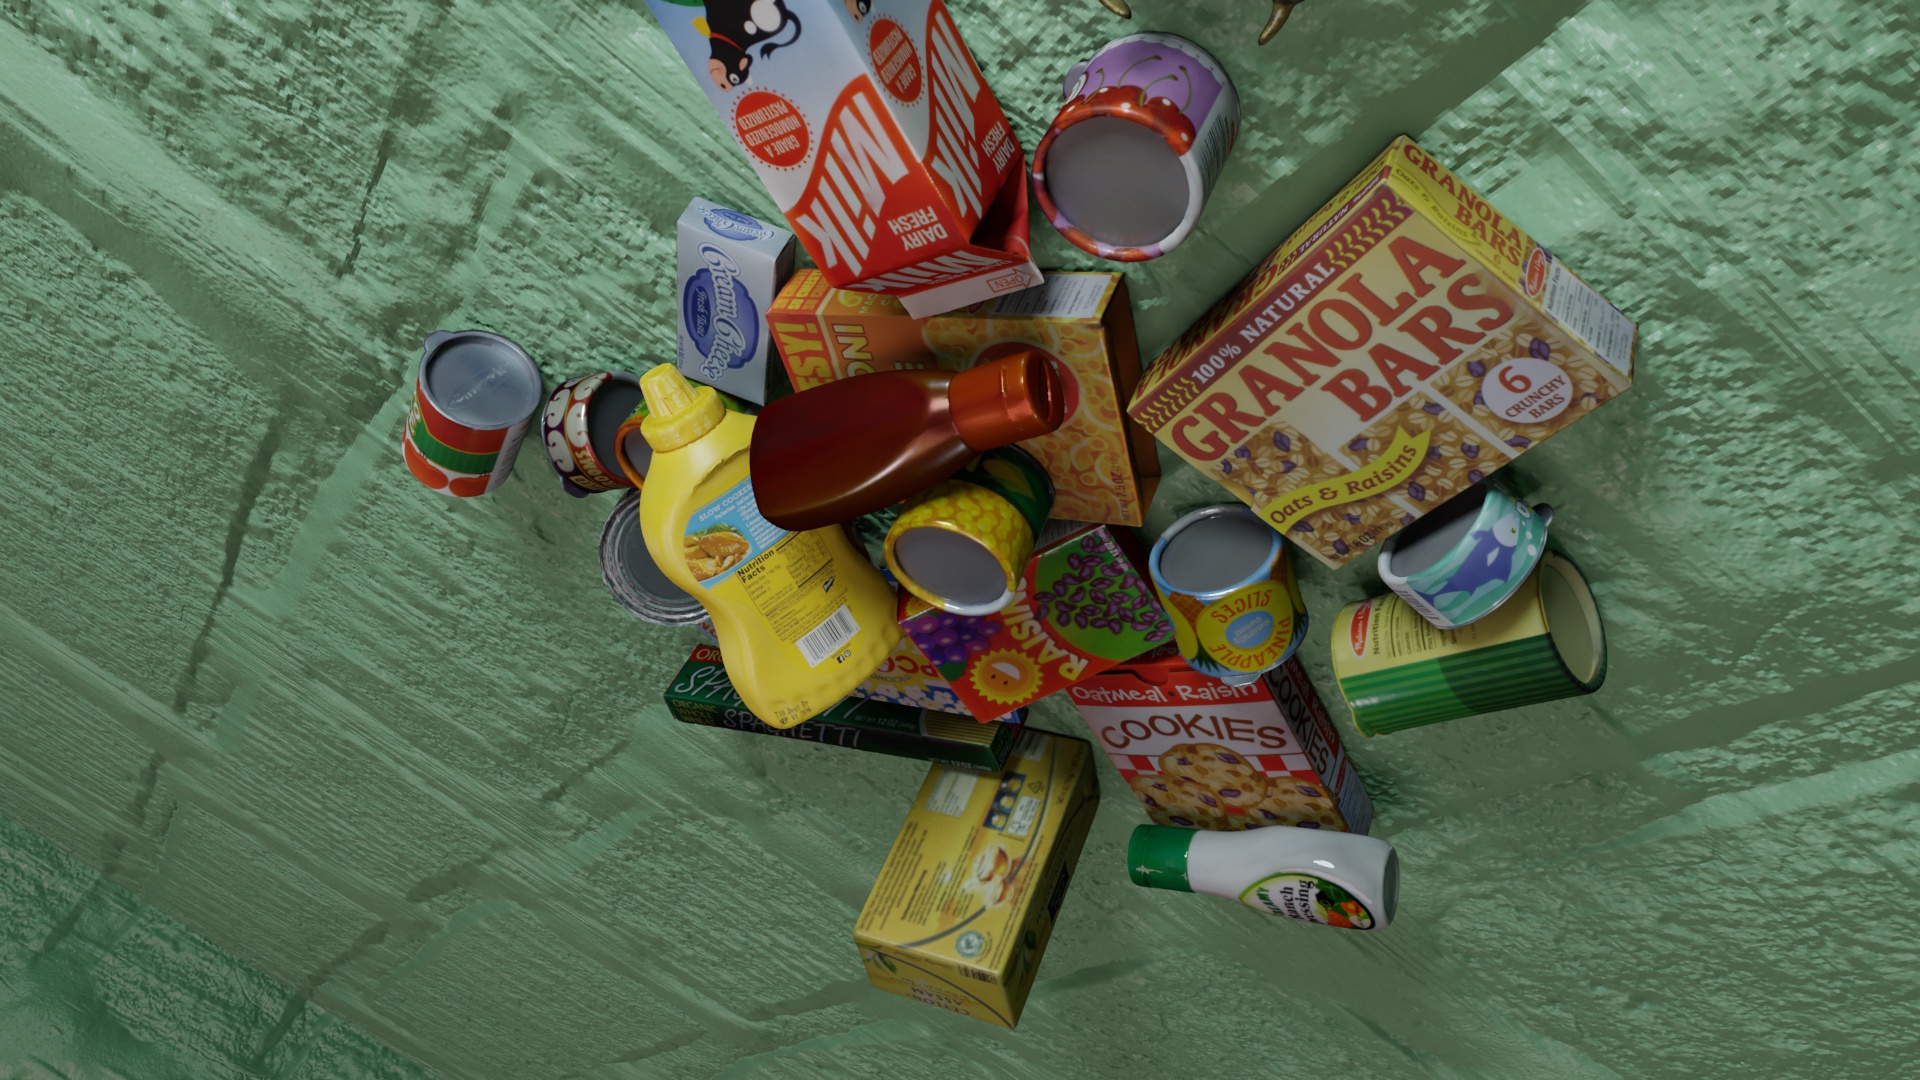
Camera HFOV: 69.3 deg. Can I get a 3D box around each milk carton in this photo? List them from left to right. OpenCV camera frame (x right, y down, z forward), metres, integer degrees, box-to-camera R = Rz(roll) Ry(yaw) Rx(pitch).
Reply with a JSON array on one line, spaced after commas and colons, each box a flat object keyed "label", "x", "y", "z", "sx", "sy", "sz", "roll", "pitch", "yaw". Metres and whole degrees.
[{"label": "milk carton", "x": -0.038, "y": -0.170, "z": 0.547, "sx": 0.072, "sy": 0.074, "sz": 0.190, "roll": -9, "pitch": 127, "yaw": 35}]

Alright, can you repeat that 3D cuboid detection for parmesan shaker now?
[{"label": "parmesan shaker", "x": 0.233, "y": 0.051, "z": 0.640, "sx": 0.103, "sy": 0.072, "sz": 0.071, "roll": -21, "pitch": 121, "yaw": 43}]

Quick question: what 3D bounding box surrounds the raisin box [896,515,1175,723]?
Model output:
[{"label": "raisin box", "x": 0.040, "y": 0.035, "z": 0.727, "sx": 0.123, "sy": 0.040, "sz": 0.086, "roll": -27, "pitch": 121, "yaw": 19}]

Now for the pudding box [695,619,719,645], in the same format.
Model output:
[{"label": "pudding box", "x": -0.157, "y": 0.022, "z": 0.853, "sx": 0.083, "sy": 0.050, "sz": 0.030, "roll": 41, "pitch": 141, "yaw": -16}]

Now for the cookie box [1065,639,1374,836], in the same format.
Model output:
[{"label": "cookie box", "x": 0.145, "y": 0.114, "z": 0.786, "sx": 0.123, "sy": 0.040, "sz": 0.167, "roll": -7, "pitch": 130, "yaw": 36}]

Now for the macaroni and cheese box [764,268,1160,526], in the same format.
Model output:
[{"label": "macaroni and cheese box", "x": 0.004, "y": -0.069, "z": 0.665, "sx": 0.166, "sy": 0.040, "sz": 0.123, "roll": 6, "pitch": 137, "yaw": 24}]

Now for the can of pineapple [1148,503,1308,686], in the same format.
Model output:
[{"label": "can of pineapple", "x": 0.131, "y": 0.025, "z": 0.674, "sx": 0.071, "sy": 0.071, "sz": 0.057, "roll": -1, "pitch": 133, "yaw": 31}]

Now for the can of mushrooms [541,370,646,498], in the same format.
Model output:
[{"label": "can of mushrooms", "x": -0.195, "y": -0.058, "z": 0.769, "sx": 0.033, "sy": 0.071, "sz": 0.070, "roll": -6, "pitch": 131, "yaw": 33}]

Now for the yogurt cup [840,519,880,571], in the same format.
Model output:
[{"label": "yogurt cup", "x": -0.088, "y": 0.001, "z": 0.780, "sx": 0.072, "sy": 0.073, "sz": 0.053, "roll": 5, "pitch": 128, "yaw": 25}]

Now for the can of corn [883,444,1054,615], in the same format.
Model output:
[{"label": "can of corn", "x": 0.002, "y": -0.008, "z": 0.654, "sx": 0.071, "sy": 0.058, "sz": 0.070, "roll": 15, "pitch": 141, "yaw": 13}]

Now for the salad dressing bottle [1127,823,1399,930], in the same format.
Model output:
[{"label": "salad dressing bottle", "x": 0.169, "y": 0.186, "z": 0.787, "sx": 0.147, "sy": 0.044, "sz": 0.064, "roll": 0, "pitch": 137, "yaw": 30}]

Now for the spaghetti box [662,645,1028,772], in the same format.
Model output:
[{"label": "spaghetti box", "x": -0.080, "y": 0.107, "z": 0.903, "sx": 0.250, "sy": 0.050, "sz": 0.028, "roll": 5, "pitch": 134, "yaw": 26}]

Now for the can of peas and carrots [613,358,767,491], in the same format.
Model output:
[{"label": "can of peas and carrots", "x": -0.147, "y": -0.058, "z": 0.750, "sx": 0.071, "sy": 0.059, "sz": 0.070, "roll": 16, "pitch": 139, "yaw": 14}]

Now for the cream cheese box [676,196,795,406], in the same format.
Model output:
[{"label": "cream cheese box", "x": -0.113, "y": -0.117, "z": 0.693, "sx": 0.053, "sy": 0.024, "sz": 0.103, "roll": 21, "pitch": 141, "yaw": 6}]

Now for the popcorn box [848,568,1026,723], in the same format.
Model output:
[{"label": "popcorn box", "x": -0.025, "y": 0.060, "z": 0.828, "sx": 0.127, "sy": 0.038, "sz": 0.084, "roll": 6, "pitch": 136, "yaw": 25}]

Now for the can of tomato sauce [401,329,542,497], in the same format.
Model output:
[{"label": "can of tomato sauce", "x": -0.288, "y": -0.073, "z": 0.809, "sx": 0.071, "sy": 0.071, "sz": 0.082, "roll": 34, "pitch": 142, "yaw": -8}]

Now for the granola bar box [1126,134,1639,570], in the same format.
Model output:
[{"label": "granola bar box", "x": 0.166, "y": -0.068, "z": 0.573, "sx": 0.124, "sy": 0.039, "sz": 0.164, "roll": 36, "pitch": 141, "yaw": -10}]

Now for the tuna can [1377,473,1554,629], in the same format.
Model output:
[{"label": "tuna can", "x": 0.217, "y": 0.001, "z": 0.600, "sx": 0.033, "sy": 0.071, "sz": 0.070, "roll": 38, "pitch": 140, "yaw": -11}]

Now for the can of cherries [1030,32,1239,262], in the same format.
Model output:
[{"label": "can of cherries", "x": 0.064, "y": -0.149, "z": 0.526, "sx": 0.071, "sy": 0.059, "sz": 0.071, "roll": 16, "pitch": 140, "yaw": 14}]

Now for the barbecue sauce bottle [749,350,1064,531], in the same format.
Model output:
[{"label": "barbecue sauce bottle", "x": -0.026, "y": -0.049, "z": 0.624, "sx": 0.148, "sy": 0.065, "sz": 0.043, "roll": -14, "pitch": 158, "yaw": 30}]
